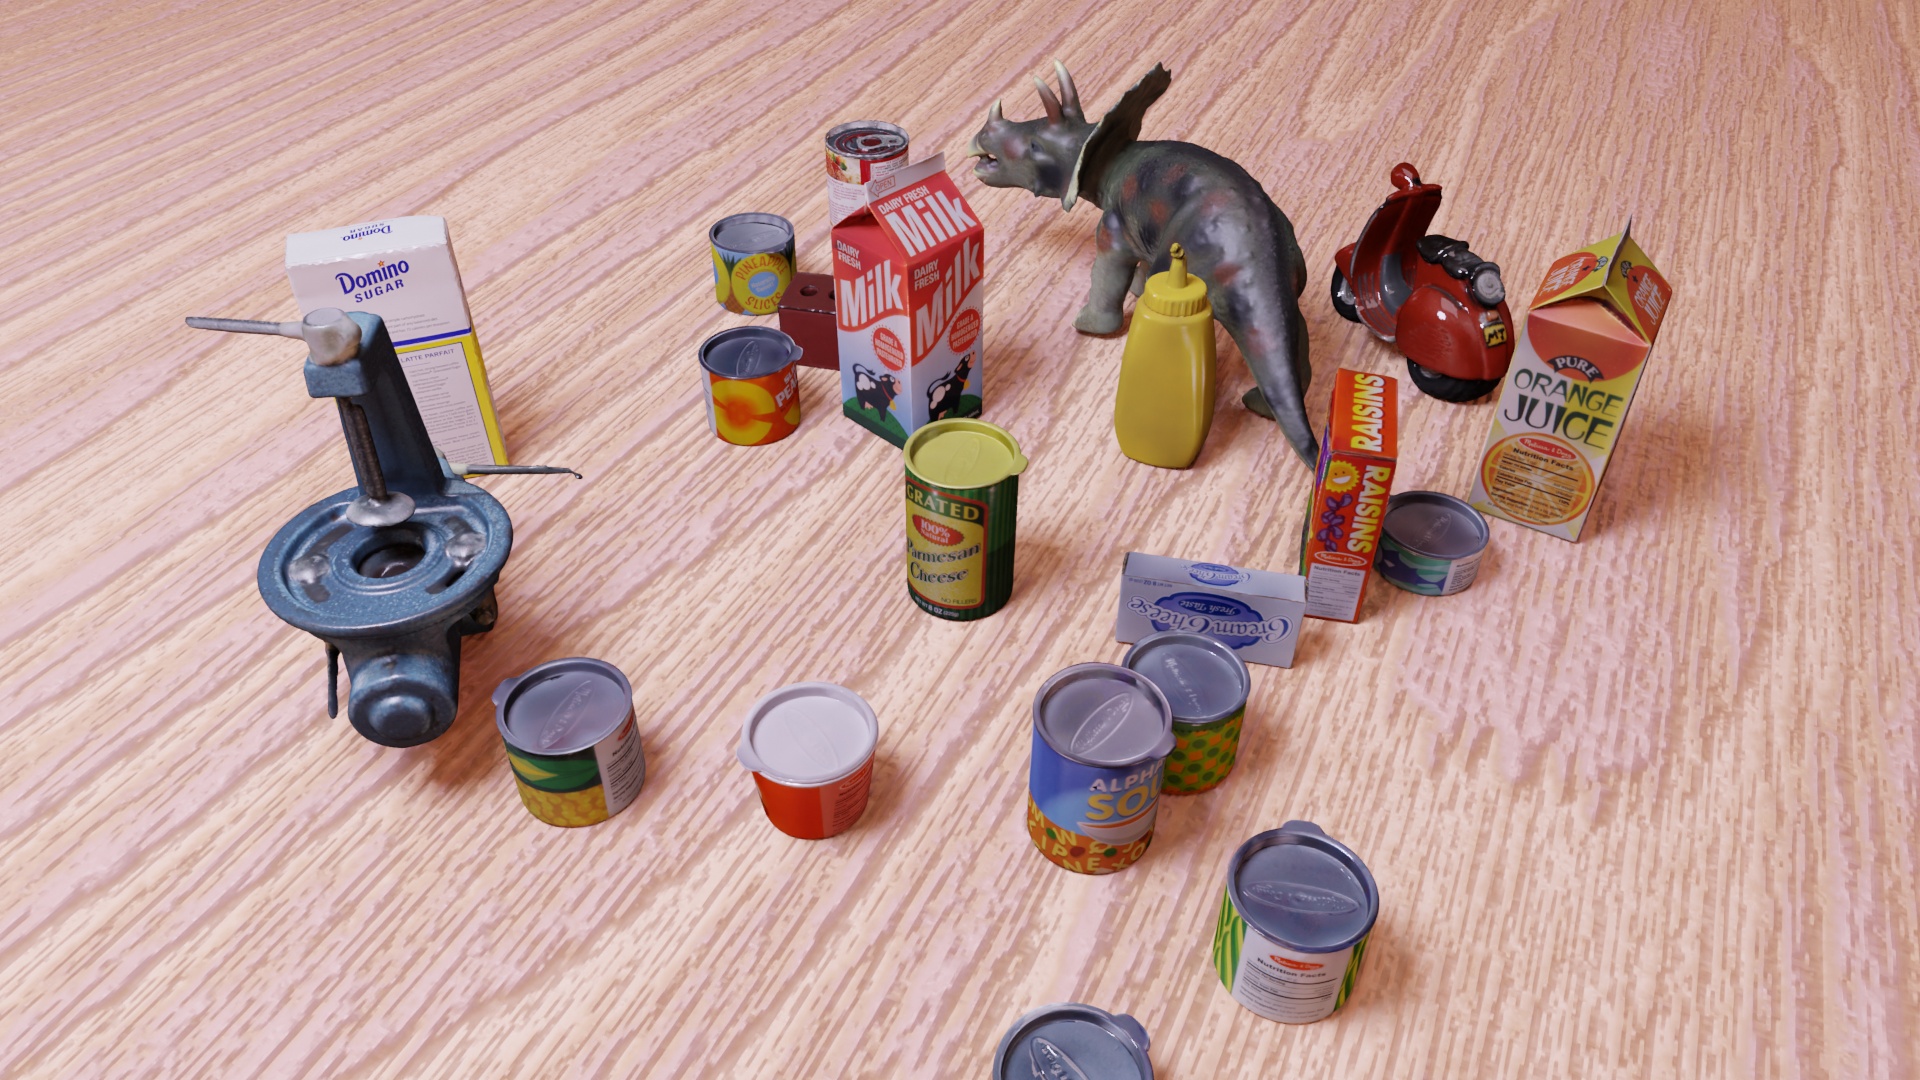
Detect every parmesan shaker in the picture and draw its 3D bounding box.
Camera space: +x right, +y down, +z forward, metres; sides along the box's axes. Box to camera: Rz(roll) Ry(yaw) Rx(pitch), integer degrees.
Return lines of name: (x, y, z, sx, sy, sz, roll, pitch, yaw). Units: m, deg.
parmesan shaker: (0.003, -0.010, 0.811, 0.071, 0.102, 0.072, 0, 40, 0)

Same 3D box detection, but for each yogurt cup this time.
yogurt cup: (-0.074, 0.113, 0.701, 0.072, 0.053, 0.073, 0, 40, 0)

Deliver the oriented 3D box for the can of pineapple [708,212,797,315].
can of pineapple: (-0.161, -0.217, 1.091, 0.071, 0.057, 0.071, 0, 40, 0)

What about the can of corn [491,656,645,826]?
can of corn: (-0.199, 0.102, 0.708, 0.071, 0.058, 0.071, 0, 40, 0)

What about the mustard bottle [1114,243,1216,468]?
mustard bottle: (0.137, -0.123, 0.904, 0.065, 0.159, 0.049, 14, 42, 16)

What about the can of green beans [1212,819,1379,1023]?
can of green beans: (0.150, 0.174, 0.628, 0.071, 0.057, 0.071, 0, 40, 0)

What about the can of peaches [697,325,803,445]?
can of peaches: (-0.142, -0.107, 0.960, 0.071, 0.057, 0.071, 0, 40, 0)

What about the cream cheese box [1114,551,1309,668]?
cream cheese box: (0.142, 0.040, 0.793, 0.104, 0.053, 0.024, 8, 40, 9)

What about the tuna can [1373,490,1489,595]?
tuna can: (0.286, 0.000, 0.858, 0.071, 0.032, 0.071, 0, 40, 0)

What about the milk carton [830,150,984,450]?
milk carton: (-0.034, -0.160, 0.922, 0.073, 0.189, 0.073, 31, 49, 32)

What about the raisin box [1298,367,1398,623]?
raisin box: (0.227, -0.026, 0.818, 0.040, 0.122, 0.086, 10, 41, 11)

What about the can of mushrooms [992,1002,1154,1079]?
can of mushrooms: (0.048, 0.229, 0.579, 0.071, 0.033, 0.071, 0, 40, 0)

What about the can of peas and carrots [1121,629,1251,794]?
can of peas and carrots: (0.113, 0.091, 0.726, 0.071, 0.058, 0.071, 0, 40, 0)

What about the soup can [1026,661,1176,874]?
soup can: (0.068, 0.114, 0.679, 0.071, 0.083, 0.072, 0, 40, 0)

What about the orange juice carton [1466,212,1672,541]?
orange juice carton: (0.378, -0.101, 0.857, 0.073, 0.191, 0.072, 22, 44, 23)
